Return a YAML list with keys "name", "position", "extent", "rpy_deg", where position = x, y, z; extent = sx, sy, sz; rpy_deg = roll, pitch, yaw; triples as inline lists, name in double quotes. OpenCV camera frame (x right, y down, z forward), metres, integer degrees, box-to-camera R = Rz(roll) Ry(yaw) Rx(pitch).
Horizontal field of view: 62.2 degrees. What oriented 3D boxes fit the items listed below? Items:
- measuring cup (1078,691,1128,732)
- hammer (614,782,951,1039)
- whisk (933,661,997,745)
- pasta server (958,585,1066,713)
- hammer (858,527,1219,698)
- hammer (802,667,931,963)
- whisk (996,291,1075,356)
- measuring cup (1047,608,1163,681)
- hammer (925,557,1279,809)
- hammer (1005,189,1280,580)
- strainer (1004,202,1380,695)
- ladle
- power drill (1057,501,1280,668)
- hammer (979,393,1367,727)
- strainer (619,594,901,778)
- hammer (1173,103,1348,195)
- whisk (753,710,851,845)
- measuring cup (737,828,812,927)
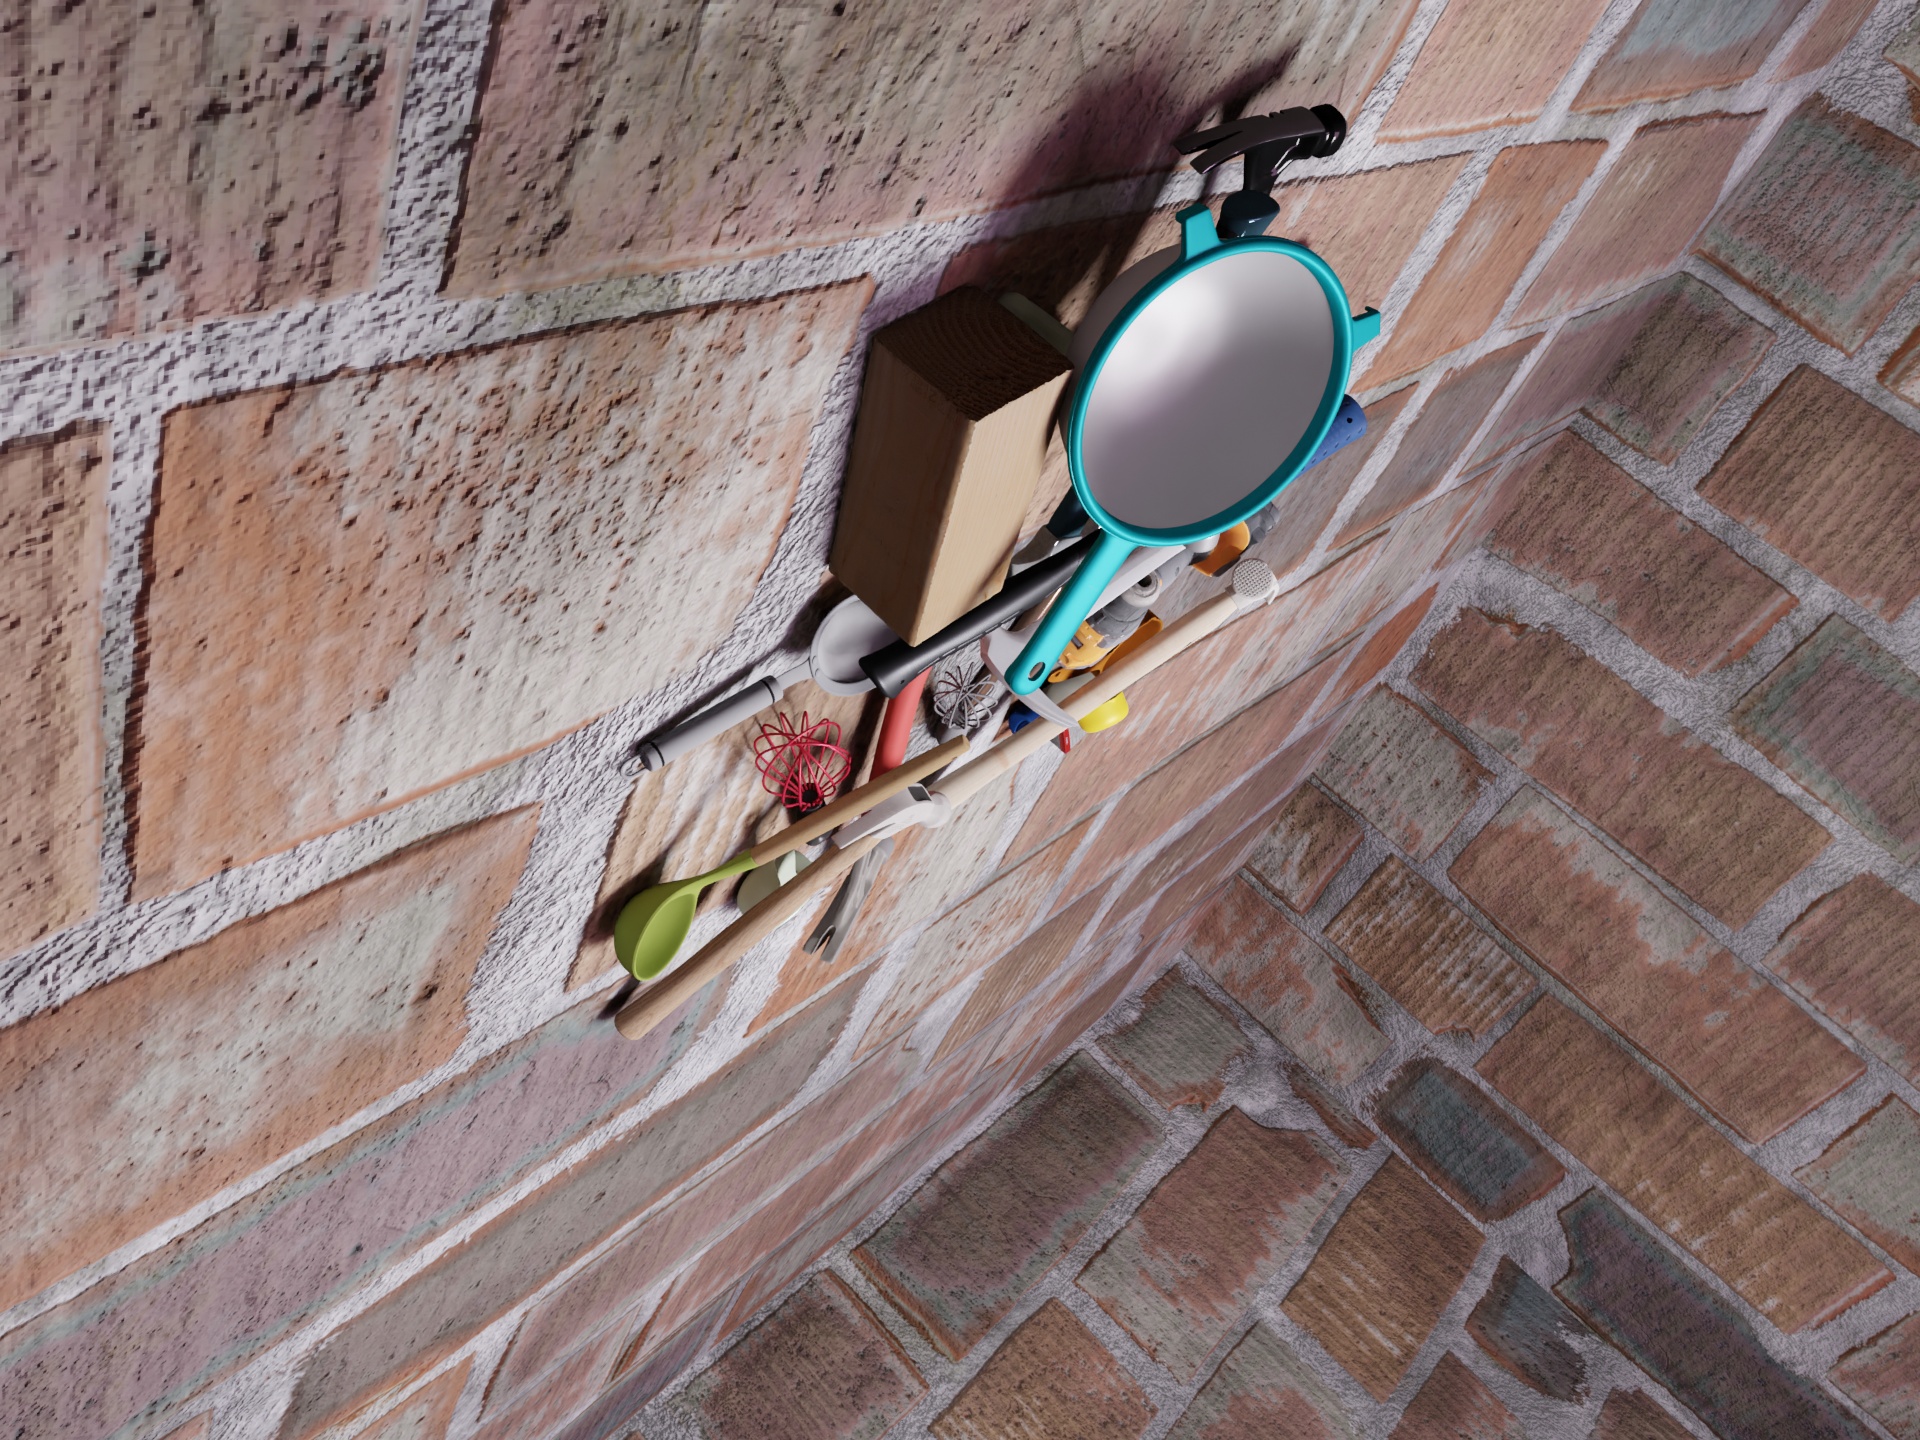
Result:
- name: "measuring cup"
  position: [0.114, 0.015, 1.656]
  extent: [0.156, 0.029, 0.062]
  rpy_deg: [-33, -170, -30]
- name: "hammer"
  position: [-0.158, 0.158, 1.304]
  extent: [0.331, 0.031, 0.130]
  rpy_deg: [-39, 161, 12]
- name: "whisk"
  position: [-0.003, -0.006, 1.382]
  extent: [0.055, 0.055, 0.239]
  rpy_deg: [-44, 176, -11]
- name: "pasta server"
  position: [0.095, -0.121, 1.422]
  extent: [0.316, 0.040, 0.060]
  rpy_deg: [-53, 176, 20]
- name: "hammer"
  position: [0.070, -0.111, 1.158]
  extent: [0.335, 0.035, 0.146]
  rpy_deg: [-31, 154, -19]
- name: "hammer"
  position: [-0.071, 0.058, 1.364]
  extent: [0.358, 0.037, 0.149]
  rpy_deg: [107, 8, -47]
- name: "whisk"
  position: [0.081, -0.251, 1.107]
  extent: [0.246, 0.058, 0.059]
  rpy_deg: [8, 92, -64]
- name: "measuring cup"
  position: [0.128, -0.076, 1.574]
  extent: [0.173, 0.052, 0.095]
  rpy_deg: [-19, 149, -45]
- name: "hammer"
  position: [0.129, -0.024, 1.542]
  extent: [0.410, 0.038, 0.146]
  rpy_deg: [-35, 172, 11]
- name: "hammer"
  position: [0.124, -0.224, 1.130]
  extent: [0.128, 0.033, 0.331]
  rpy_deg: [-13, 144, -46]
- name: "strainer"
  position: [0.108, -0.174, 1.047]
  extent: [0.210, 0.095, 0.340]
  rpy_deg: [13, 119, -41]
- name: "ladle"
  position: [-0.126, 0.101, 1.183]
  extent: [0.320, 0.062, 0.078]
  rpy_deg: [-29, 170, 14]
- name: "power drill"
  position: [0.189, -0.145, 1.461]
  extent: [0.226, 0.084, 0.185]
  rpy_deg: [-39, 178, -20]
- name: "hammer"
  position: [0.187, -0.150, 1.336]
  extent: [0.405, 0.144, 0.035]
  rpy_deg: [-35, -172, -16]
- name: "strainer"
  position: [-0.127, -0.027, 1.104]
  extent: [0.258, 0.050, 0.086]
  rpy_deg: [-32, 136, -26]
- name: "hammer"
  position: [0.178, -0.296, 1.182]
  extent: [0.127, 0.034, 0.336]
  rpy_deg: [-20, 150, -23]
- name: "whisk"
  position: [-0.122, 0.055, 1.265]
  extent: [0.073, 0.073, 0.295]
  rpy_deg: [-43, 168, -14]
- name: "measuring cup"
  position: [-0.159, 0.123, 1.349]
  extent: [0.083, 0.038, 0.167]
  rpy_deg: [-40, 159, -23]
